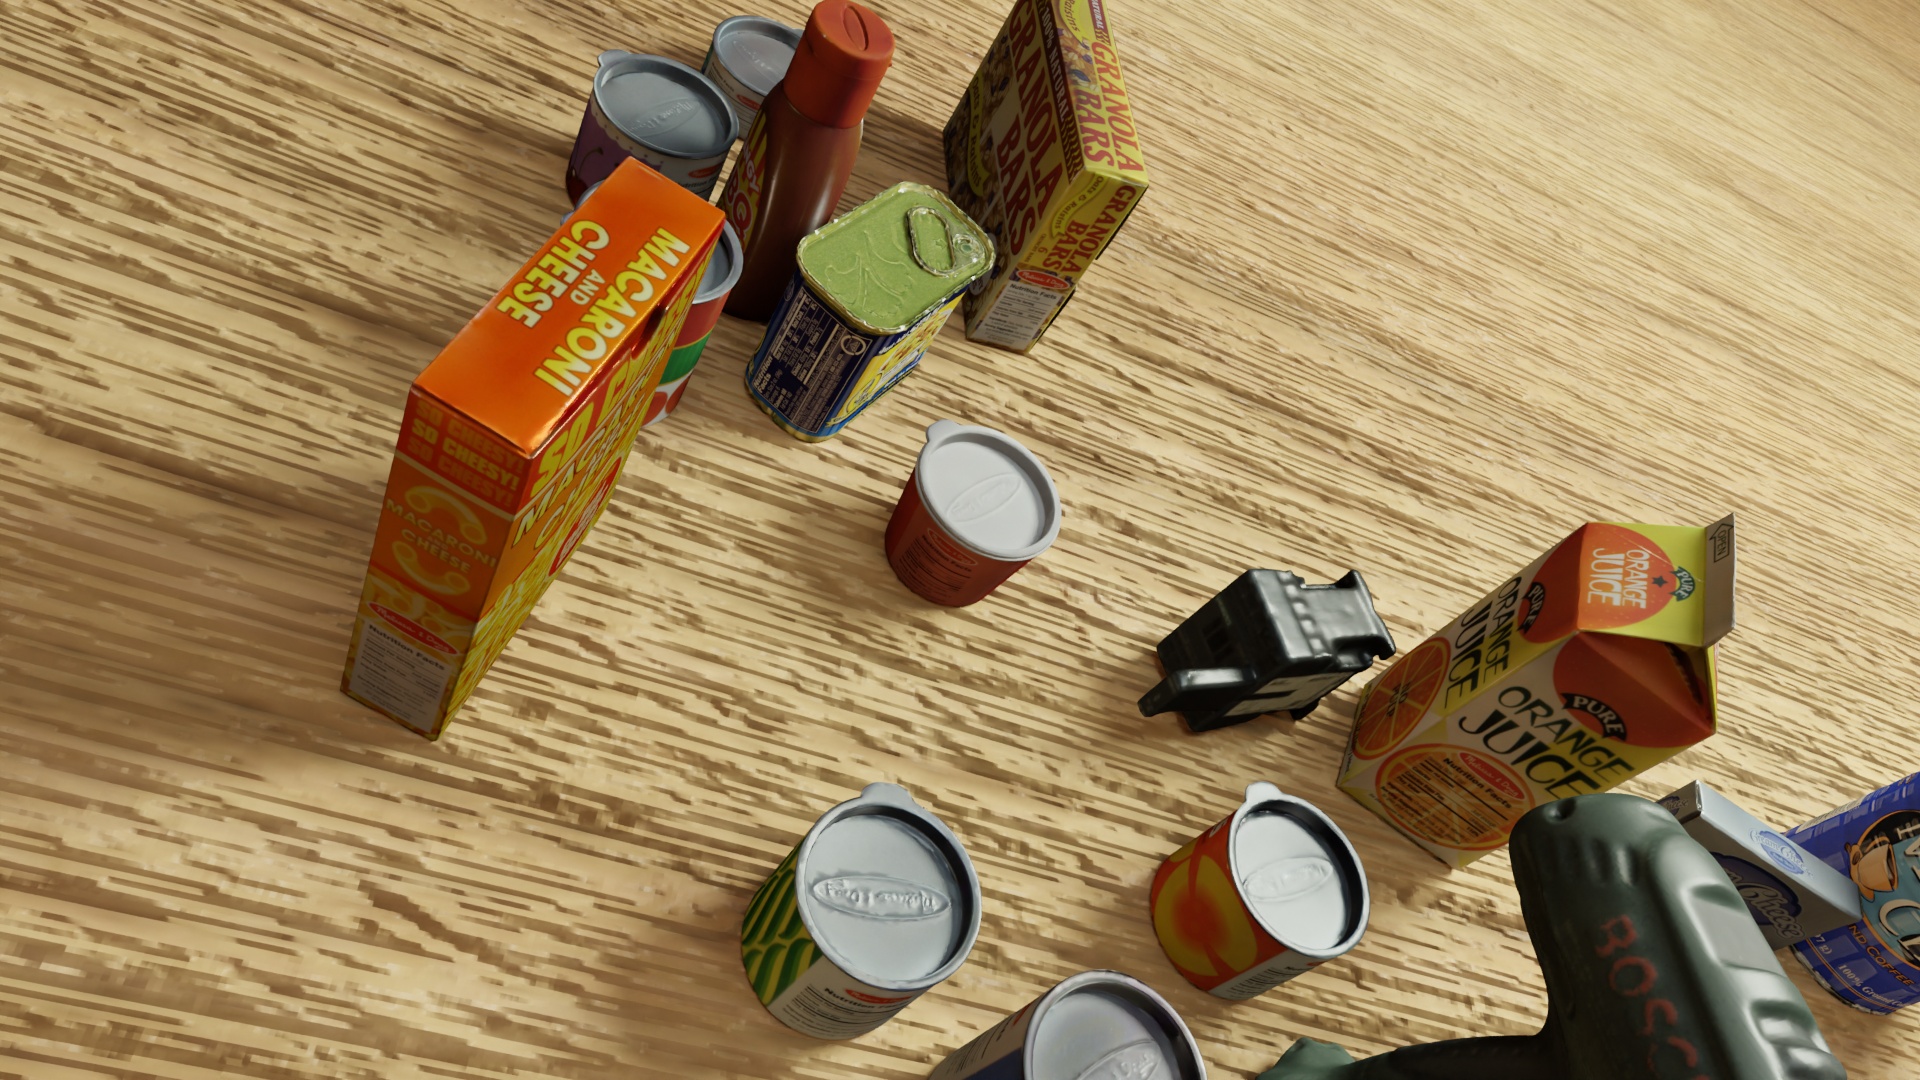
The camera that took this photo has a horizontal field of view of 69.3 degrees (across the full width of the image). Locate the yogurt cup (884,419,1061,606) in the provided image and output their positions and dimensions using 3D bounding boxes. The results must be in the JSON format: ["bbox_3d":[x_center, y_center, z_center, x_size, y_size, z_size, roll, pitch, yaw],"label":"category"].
[{"bbox_3d":[0.002,-0.008,0.599,0.072,0.053,0.073,16,50,-20],"label":"yogurt cup"}]

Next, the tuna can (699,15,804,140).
[{"bbox_3d":[-0.101,-0.242,0.730,0.071,0.032,0.071,16,50,-20],"label":"tuna can"}]

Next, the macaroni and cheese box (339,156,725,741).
[{"bbox_3d":[-0.140,-0.026,0.452,0.040,0.165,0.124,31,47,-7],"label":"macaroni and cheese box"}]

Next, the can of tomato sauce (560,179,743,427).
[{"bbox_3d":[-0.135,-0.094,0.564,0.071,0.082,0.071,16,50,-20],"label":"can of tomato sauce"}]

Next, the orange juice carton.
[{"bbox_3d":[0.257,0.062,0.602,0.073,0.191,0.072,35,46,-3],"label":"orange juice carton"}]

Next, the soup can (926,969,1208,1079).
[{"bbox_3d":[0.032,0.187,0.449,0.071,0.083,0.072,16,50,-20],"label":"soup can"}]

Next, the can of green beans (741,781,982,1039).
[{"bbox_3d":[-0.035,0.129,0.472,0.071,0.057,0.071,16,50,-20],"label":"can of green beans"}]

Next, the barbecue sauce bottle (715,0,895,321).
[{"bbox_3d":[-0.073,-0.166,0.609,0.044,0.147,0.065,4,55,-29],"label":"barbecue sauce bottle"}]

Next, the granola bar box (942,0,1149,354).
[{"bbox_3d":[0.039,-0.199,0.717,0.039,0.123,0.166,12,52,-23],"label":"granola bar box"}]

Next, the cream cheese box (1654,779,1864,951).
[{"bbox_3d":[0.391,0.165,0.699,0.104,0.053,0.024,33,46,-5],"label":"cream cheese box"}]

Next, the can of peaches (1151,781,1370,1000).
[{"bbox_3d":[0.117,0.140,0.553,0.071,0.057,0.071,16,50,-20],"label":"can of peaches"}]

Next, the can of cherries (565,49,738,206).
[{"bbox_3d":[-0.145,-0.181,0.641,0.071,0.058,0.072,16,50,-20],"label":"can of cherries"}]
